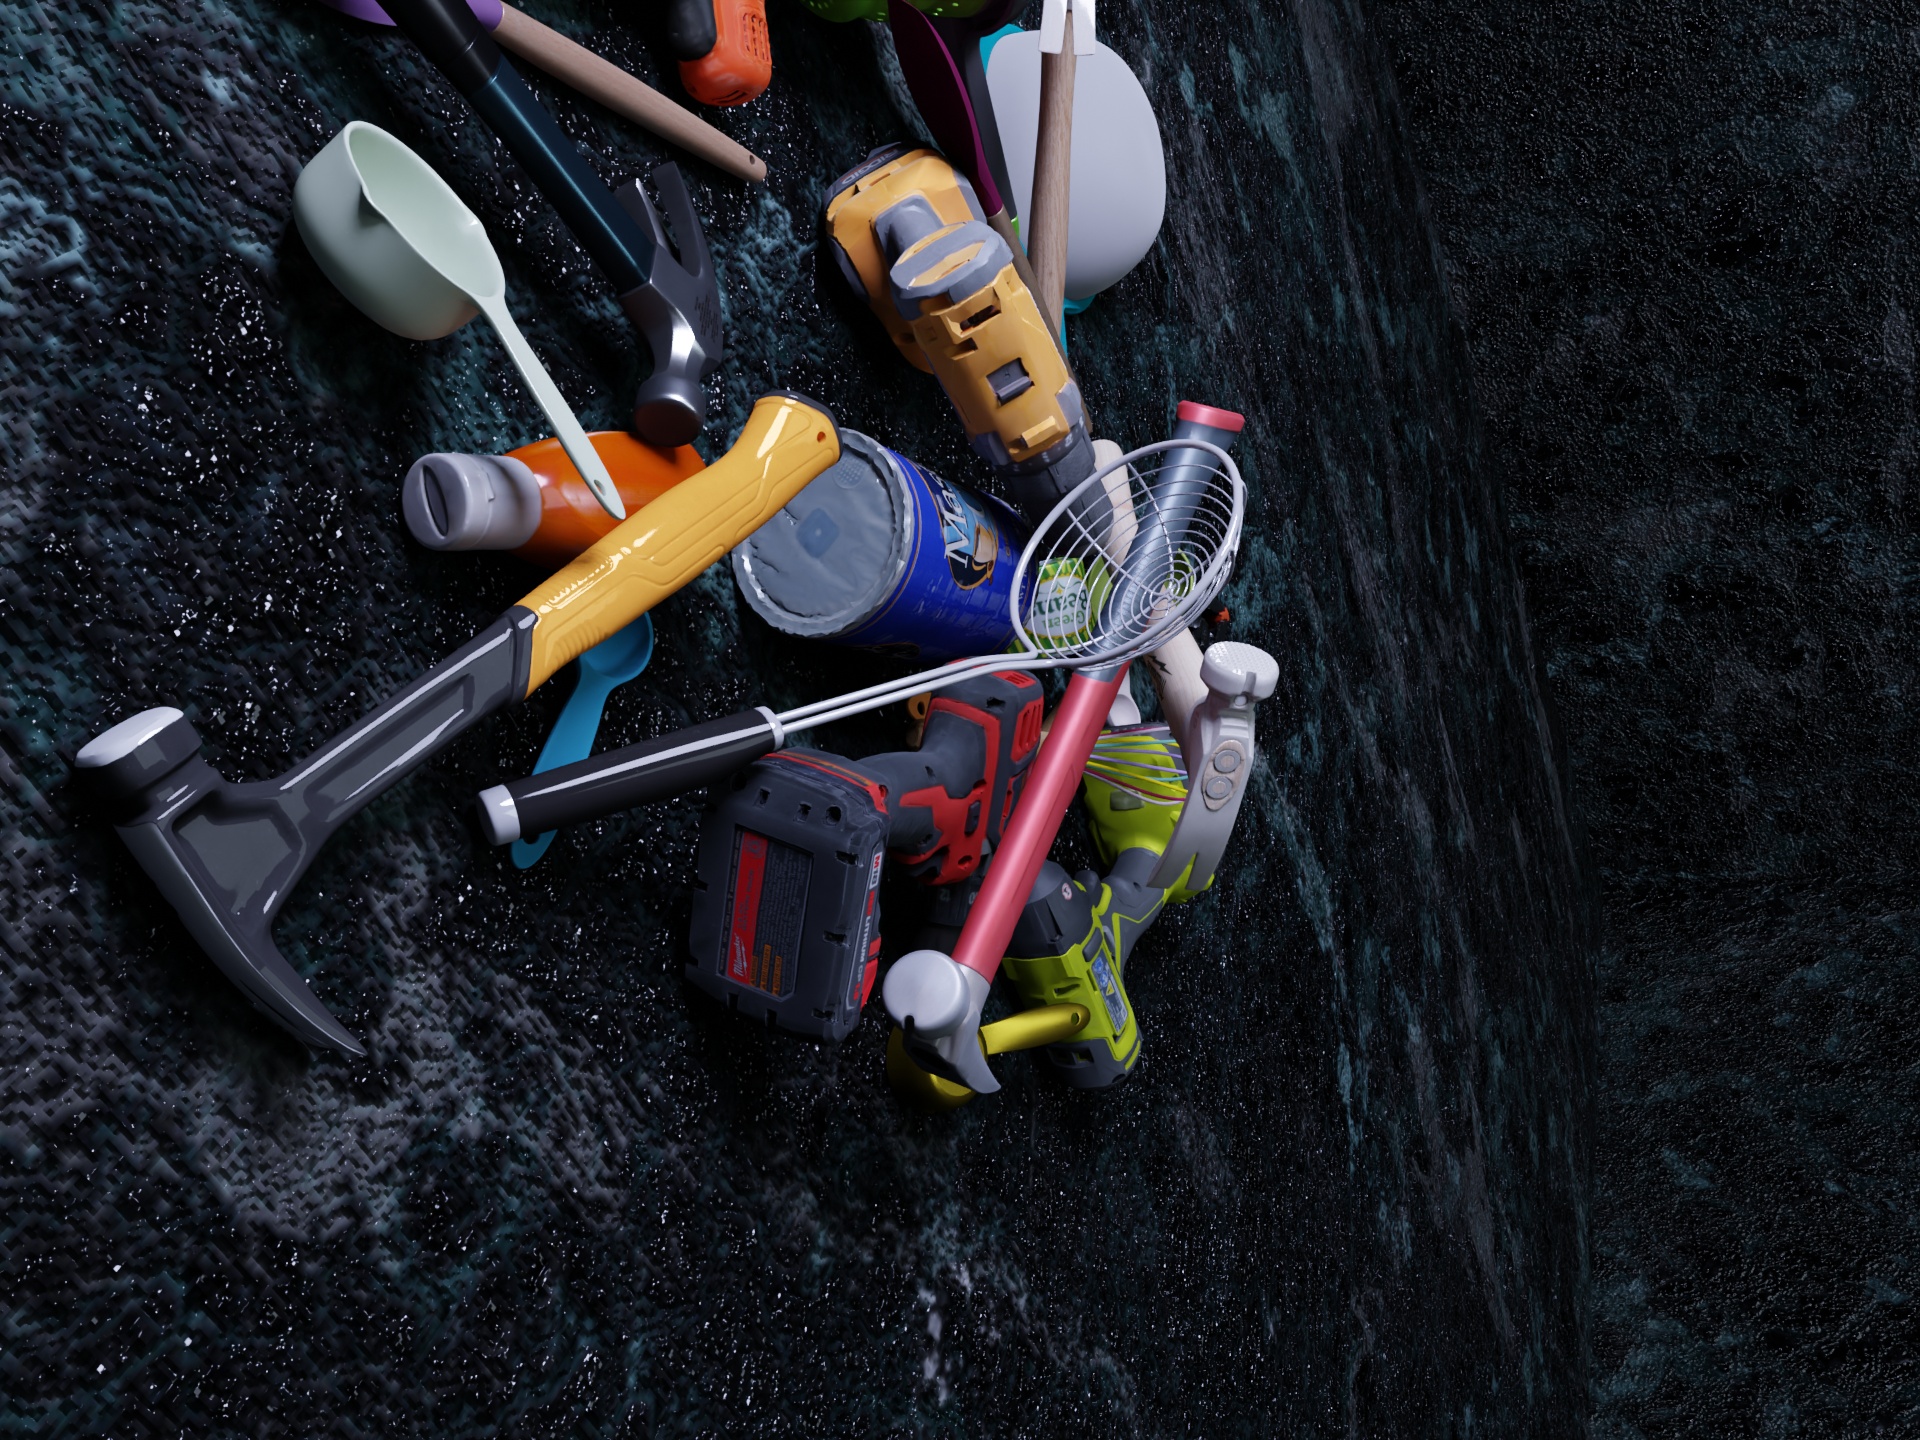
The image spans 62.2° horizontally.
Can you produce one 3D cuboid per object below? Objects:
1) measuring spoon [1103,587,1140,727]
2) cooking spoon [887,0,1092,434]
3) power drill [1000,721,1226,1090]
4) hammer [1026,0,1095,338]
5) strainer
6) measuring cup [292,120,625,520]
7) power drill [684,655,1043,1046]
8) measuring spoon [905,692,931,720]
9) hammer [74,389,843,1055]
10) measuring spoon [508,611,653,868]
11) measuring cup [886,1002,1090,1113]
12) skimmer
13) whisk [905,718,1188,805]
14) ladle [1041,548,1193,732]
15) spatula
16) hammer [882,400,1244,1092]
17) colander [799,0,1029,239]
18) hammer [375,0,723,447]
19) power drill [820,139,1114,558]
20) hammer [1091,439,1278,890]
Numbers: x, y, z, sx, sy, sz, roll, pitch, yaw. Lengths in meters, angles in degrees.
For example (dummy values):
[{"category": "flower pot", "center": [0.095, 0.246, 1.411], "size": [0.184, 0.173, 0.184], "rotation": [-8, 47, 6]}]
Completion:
[{"category": "measuring spoon", "center": [0.112, -0.043, 1.173], "size": [0.034, 0.018, 0.124], "rotation": [19, 58, -40]}, {"category": "cooking spoon", "center": [0.026, -0.279, 0.929], "size": [0.069, 0.017, 0.318], "rotation": [47, -7, 40]}, {"category": "power drill", "center": [0.093, 0.102, 1.033], "size": [0.223, 0.080, 0.171], "rotation": [-52, 128, -49]}, {"category": "hammer", "center": [0.056, -0.322, 0.984], "size": [0.130, 0.031, 0.331], "rotation": [-89, -179, -52]}, {"category": "strainer", "center": [0.097, -0.349, 1.141], "size": [0.210, 0.095, 0.340], "rotation": [21, 63, -58]}, {"category": "measuring cup", "center": [-0.182, -0.137, 0.584], "size": [0.167, 0.038, 0.083], "rotation": [57, 14, -6]}, {"category": "power drill", "center": [-0.035, 0.078, 0.777], "size": [0.226, 0.080, 0.187], "rotation": [-26, 130, -59]}, {"category": "measuring spoon", "center": [-0.002, -0.003, 0.959], "size": [0.116, 0.011, 0.021], "rotation": [8, 75, -57]}, {"category": "hammer", "center": [-0.148, -0.029, 0.598], "size": [0.337, 0.034, 0.127], "rotation": [-47, 123, -40]}, {"category": "measuring spoon", "center": [-0.164, 0.002, 0.657], "size": [0.042, 0.021, 0.129], "rotation": [39, 58, -41]}, {"category": "measuring cup", "center": [0.026, 0.178, 0.886], "size": [0.156, 0.029, 0.062], "rotation": [-5, 88, -42]}, {"category": "skimmer", "center": [-0.033, -0.040, 0.681], "size": [0.363, 0.127, 0.090], "rotation": [-18, 116, -28]}, {"category": "whisk", "center": [0.074, 0.022, 0.966], "size": [0.244, 0.051, 0.047], "rotation": [7, 65, -35]}, {"category": "ladle", "center": [0.078, -0.026, 1.063], "size": [0.320, 0.078, 0.062], "rotation": [-53, 151, -46]}, {"category": "spatula", "center": [-0.185, -0.293, 0.693], "size": [0.315, 0.018, 0.060], "rotation": [6, 82, -60]}, {"category": "hammer", "center": [0.065, 0.001, 0.817], "size": [0.143, 0.038, 0.386], "rotation": [69, 42, -61]}, {"category": "colander", "center": [-0.040, -0.400, 0.910], "size": [0.094, 0.205, 0.396], "rotation": [-38, 147, -11]}, {"category": "hammer", "center": [-0.192, -0.258, 0.607], "size": [0.330, 0.033, 0.128], "rotation": [51, 29, -43]}, {"category": "power drill", "center": [0.009, -0.199, 0.853], "size": [0.185, 0.084, 0.226], "rotation": [57, 5, -37]}, {"category": "hammer", "center": [0.113, -0.066, 0.992], "size": [0.411, 0.038, 0.146], "rotation": [-100, -161, -59]}]
